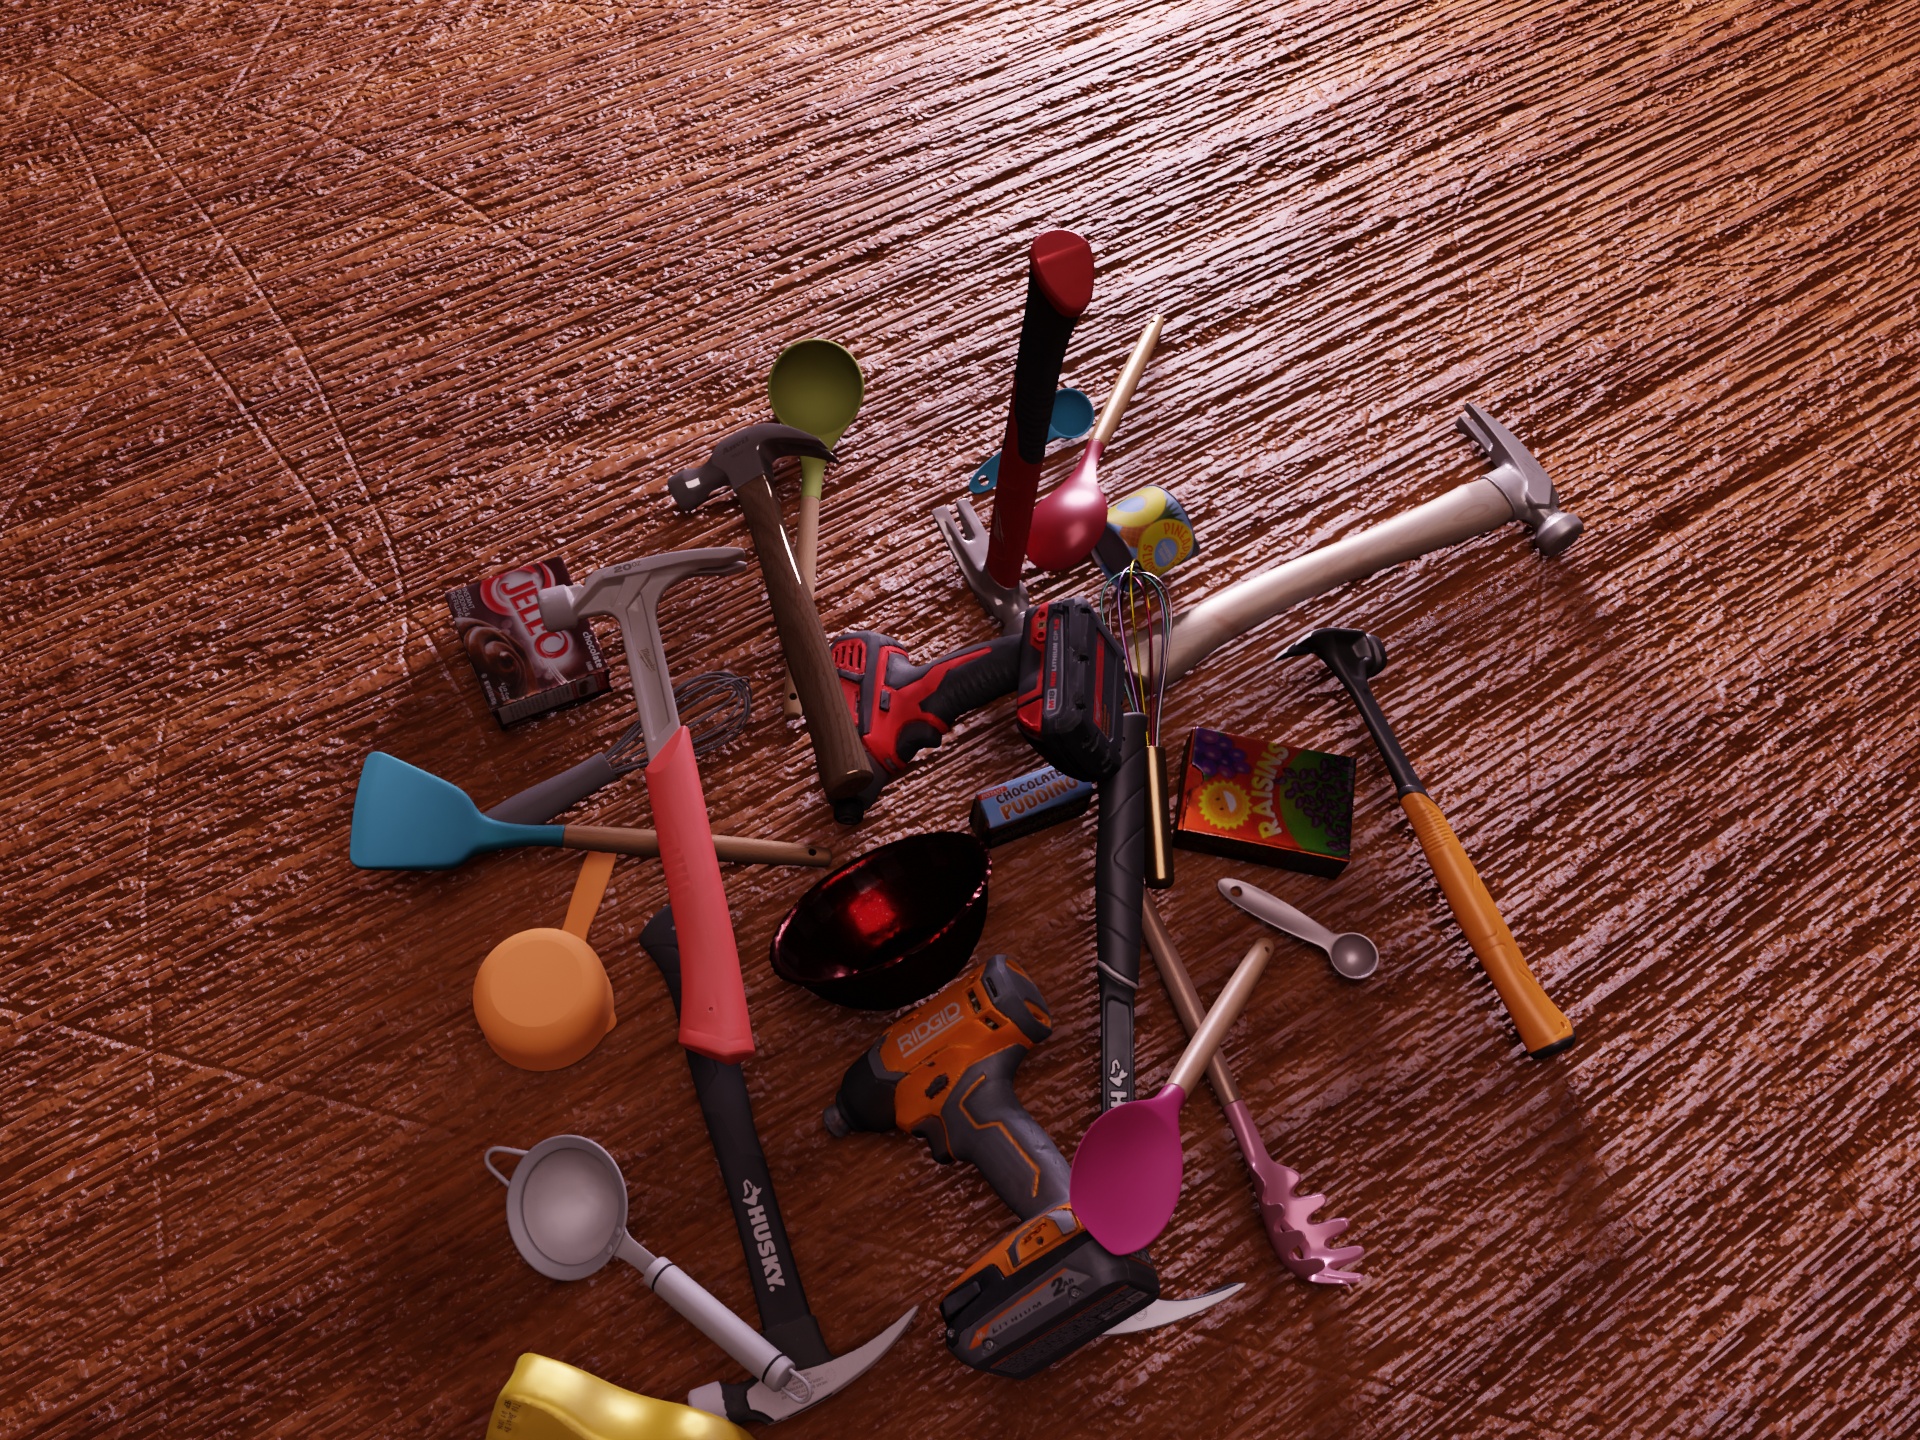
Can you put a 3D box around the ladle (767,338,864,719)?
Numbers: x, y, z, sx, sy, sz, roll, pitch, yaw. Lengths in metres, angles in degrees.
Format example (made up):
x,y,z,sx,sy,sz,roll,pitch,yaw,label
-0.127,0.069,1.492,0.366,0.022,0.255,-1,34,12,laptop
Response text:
x,y,z,sx,sy,sz,roll,pitch,yaw,label
-0.119,-0.153,1.225,0.078,0.062,0.320,1,65,2,ladle

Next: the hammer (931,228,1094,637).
x,y,z,sx,sy,sz,roll,pitch,yaw,label
0.035,-0.193,1.071,0.038,0.386,0.143,-23,67,-15,hammer

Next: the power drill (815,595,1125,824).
x,y,z,sx,sy,sz,roll,pitch,yaw,label
-0.002,-0.004,1.107,0.220,0.078,0.143,-9,59,25,power drill

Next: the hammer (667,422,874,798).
x,y,z,sx,sy,sz,roll,pitch,yaw,label
-0.120,-0.088,1.150,0.130,0.031,0.332,-29,57,13,hammer

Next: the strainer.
x,y,z,sx,sy,sz,roll,pitch,yaw,label
-0.185,0.329,0.954,0.259,0.050,0.087,28,92,28,strainer

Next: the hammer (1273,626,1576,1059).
x,y,z,sx,sy,sz,roll,pitch,yaw,label
0.335,0.081,1.130,0.127,0.034,0.337,0,60,-51,hammer

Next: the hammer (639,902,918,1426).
x,y,z,sx,sy,sz,roll,pitch,yaw,label
-0.139,0.268,1.020,0.146,0.035,0.335,-16,65,-12,hammer

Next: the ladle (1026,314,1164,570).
x,y,z,sx,sy,sz,roll,pitch,yaw,label
0.118,-0.234,1.275,0.069,0.031,0.316,0,45,29,ladle

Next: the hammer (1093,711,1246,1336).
x,y,z,sx,sy,sz,roll,pitch,yaw,label
0.109,0.189,1.051,0.149,0.036,0.409,4,71,-4,hammer

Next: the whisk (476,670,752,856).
x,y,z,sx,sy,sz,roll,pitch,yaw,label
-0.251,0.033,1.127,0.239,0.055,0.055,-30,69,-13,whisk

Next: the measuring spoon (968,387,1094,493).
x,y,z,sx,sy,sz,roll,pitch,yaw,label
0.055,-0.224,1.300,0.128,0.021,0.042,-39,95,-12,measuring spoon

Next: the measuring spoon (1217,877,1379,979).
x,y,z,sx,sy,sz,roll,pitch,yaw,label
0.237,0.147,1.128,0.124,0.018,0.034,29,64,17,measuring spoon

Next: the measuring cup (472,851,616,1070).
x,y,z,sx,sy,sz,roll,pitch,yaw,label
-0.265,0.144,1.062,0.095,0.052,0.174,14,64,2,measuring cup

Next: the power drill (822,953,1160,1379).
x,y,z,sx,sy,sz,roll,pitch,yaw,label
0.008,0.275,0.972,0.164,0.084,0.227,-35,51,11,power drill

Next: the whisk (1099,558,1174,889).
x,y,z,sx,sy,sz,roll,pitch,yaw,label
0.133,-0.001,1.146,0.051,0.047,0.245,0,74,-8,whisk

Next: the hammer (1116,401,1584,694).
x,y,z,sx,sy,sz,roll,pitch,yaw,label
0.289,-0.128,1.258,0.410,0.038,0.146,-24,66,-15,hammer

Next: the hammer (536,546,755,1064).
x,y,z,sx,sy,sz,roll,pitch,yaw,label
-0.182,0.051,1.072,0.149,0.036,0.359,-13,69,-8,hammer

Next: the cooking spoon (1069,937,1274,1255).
x,y,z,sx,sy,sz,roll,pitch,yaw,label
0.142,0.219,0.991,0.069,0.017,0.319,48,37,2,cooking spoon

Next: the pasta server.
x,y,z,sx,sy,sz,roll,pitch,yaw,label
0.177,0.228,1.065,0.060,0.040,0.316,10,49,-48,pasta server

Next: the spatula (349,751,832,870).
x,y,z,sx,sy,sz,roll,pitch,yaw,label
-0.244,0.079,1.082,0.317,0.044,0.082,5,63,-12,spatula
